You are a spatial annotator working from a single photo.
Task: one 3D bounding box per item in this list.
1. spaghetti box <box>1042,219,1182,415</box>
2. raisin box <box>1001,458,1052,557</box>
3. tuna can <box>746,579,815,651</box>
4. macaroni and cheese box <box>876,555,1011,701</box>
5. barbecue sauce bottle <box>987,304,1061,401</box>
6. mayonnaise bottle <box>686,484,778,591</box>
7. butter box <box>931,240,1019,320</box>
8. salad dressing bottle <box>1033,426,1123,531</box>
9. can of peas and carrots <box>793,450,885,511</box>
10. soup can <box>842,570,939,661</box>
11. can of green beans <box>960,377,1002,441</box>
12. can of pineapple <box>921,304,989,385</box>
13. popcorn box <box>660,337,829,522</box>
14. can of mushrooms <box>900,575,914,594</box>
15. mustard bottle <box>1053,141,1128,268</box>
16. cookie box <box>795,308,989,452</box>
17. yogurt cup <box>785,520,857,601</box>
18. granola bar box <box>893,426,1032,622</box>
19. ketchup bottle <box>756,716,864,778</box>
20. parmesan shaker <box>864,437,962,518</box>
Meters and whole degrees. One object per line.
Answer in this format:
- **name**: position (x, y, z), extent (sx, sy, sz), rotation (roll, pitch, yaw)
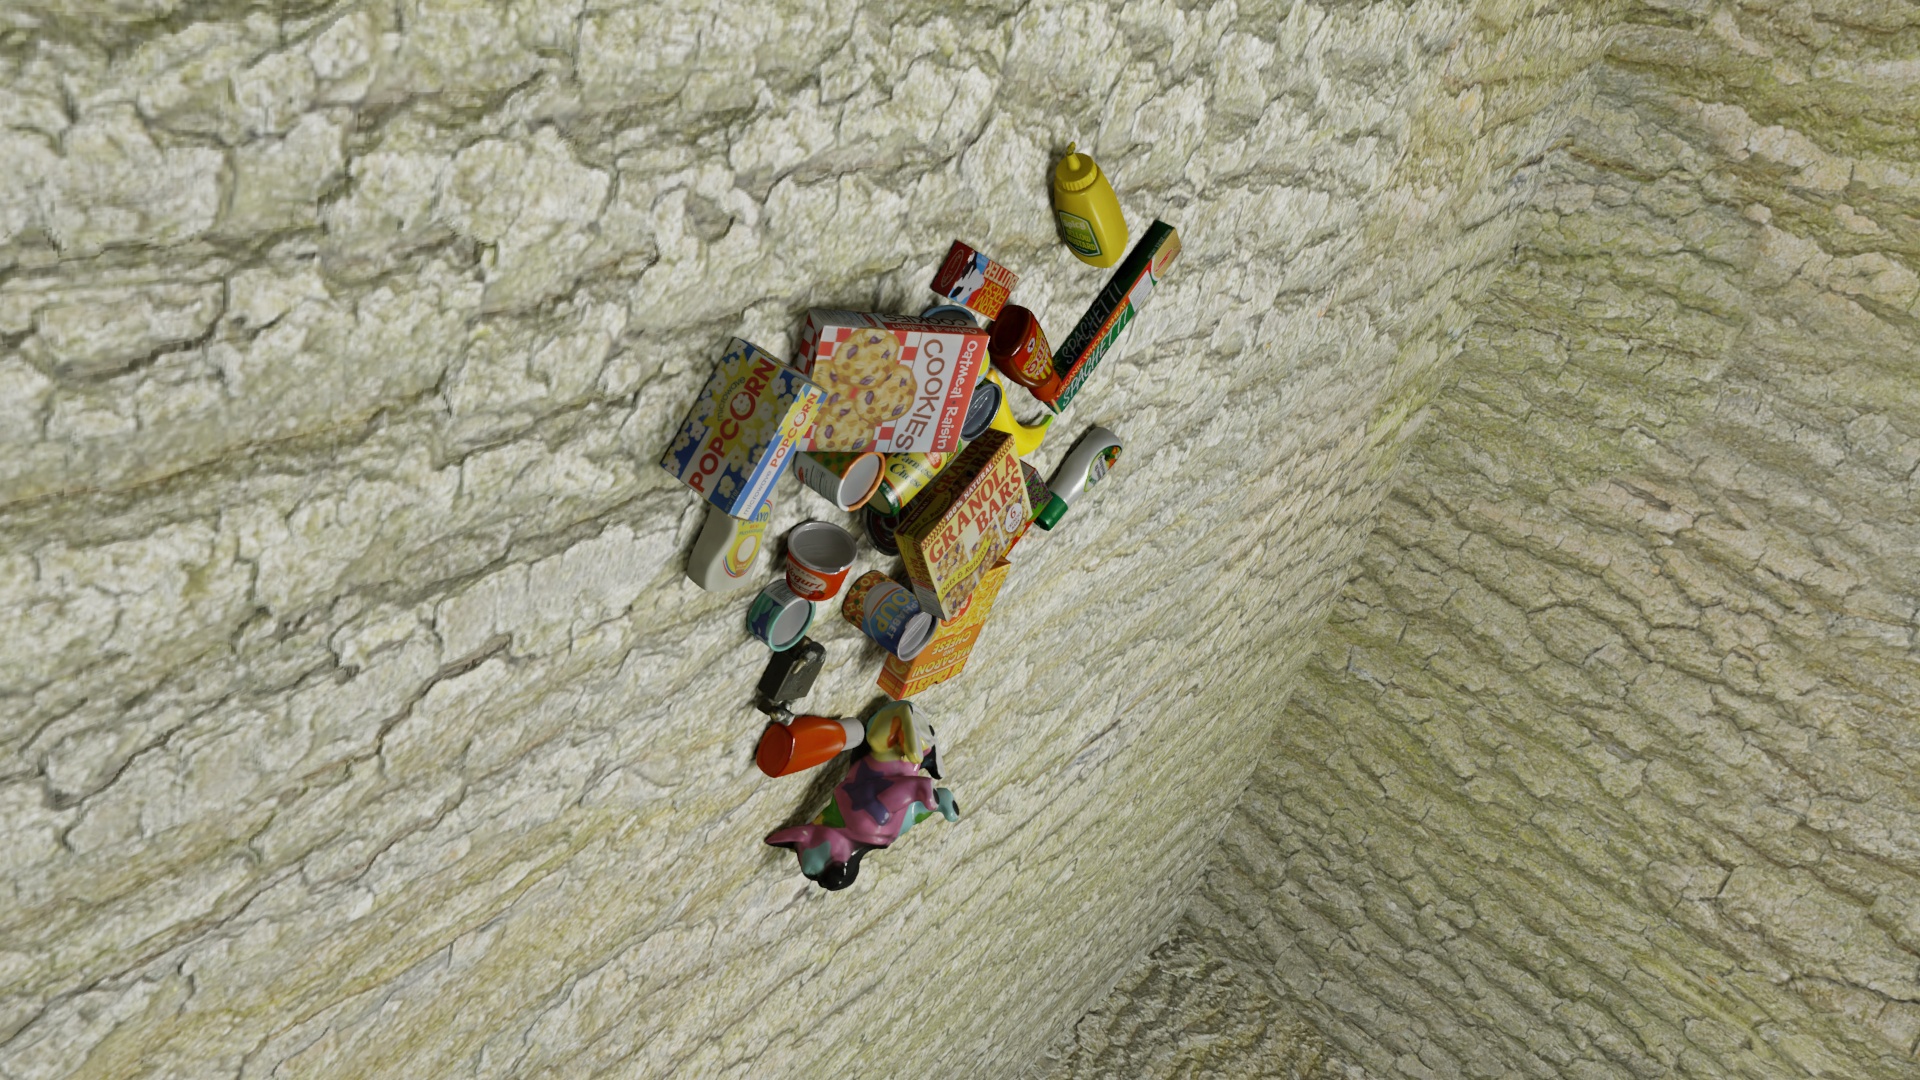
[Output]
- **spaghetti box**: position (0.170, -0.257, 1.600), extent (0.250, 0.029, 0.050), rotation (-54, 154, -6)
- **raisin box**: position (0.050, -0.028, 1.642), extent (0.123, 0.040, 0.086), rotation (-52, 155, -8)
- **tuna can**: position (-0.178, 0.077, 1.377), extent (0.071, 0.033, 0.070), rotation (-40, 149, -30)
- **macaroni and cheese box**: position (-0.019, 0.095, 1.582), extent (0.124, 0.040, 0.165), rotation (-18, 138, -51)
- **barbecue sauce bottle**: position (0.072, -0.193, 1.485), extent (0.065, 0.044, 0.148), rotation (-65, 156, -9)
- **mayonnaise bottle**: position (-0.193, -0.027, 1.223), extent (0.065, 0.041, 0.147), rotation (-10, 129, -54)
- **butter box**: position (0.015, -0.250, 1.346), extent (0.053, 0.024, 0.103), rotation (-61, 153, 10)
- **salad dressing bottle**: position (0.144, -0.076, 1.742), extent (0.148, 0.044, 0.064), rotation (-49, 152, -15)
- **can of peas and carrots**: position (-0.110, -0.071, 1.295), extent (0.071, 0.059, 0.070), rotation (-41, 151, -29)
- **soup can**: position (-0.076, 0.079, 1.496), extent (0.072, 0.084, 0.071), rotation (-41, 150, -30)
- **can of green beans**: position (-0.001, -0.142, 1.403), extent (0.071, 0.058, 0.071), rotation (-40, 150, -29)
- **can of pineapple**: position (-0.009, -0.185, 1.332), extent (0.071, 0.071, 0.057), rotation (-50, 153, -14)
- **popcorn box**: position (-0.176, -0.090, 1.129), extent (0.126, 0.085, 0.038), rotation (-59, 153, 5)
- **can of mushrooms**: position (-0.041, 0.060, 1.592), extent (0.071, 0.033, 0.070), rotation (-40, 149, -30)
- **mustard bottle**: position (0.124, -0.340, 1.392), extent (0.049, 0.065, 0.159), rotation (-55, 149, -15)
- **cookie box**: position (-0.067, -0.141, 1.244), extent (0.168, 0.040, 0.122), rotation (-2, 124, -31)
- **yogurt cup**: position (-0.138, 0.022, 1.349), extent (0.073, 0.072, 0.053), rotation (-31, 152, -41)
- **granola bar box**: position (0.005, -0.018, 1.425), extent (0.166, 0.039, 0.123), rotation (-51, 144, -29)
- **ketchup bottle**: position (-0.164, 0.225, 1.558), extent (0.149, 0.043, 0.064), rotation (-1, 122, -60)
- **parmesan shaker**: position (-0.055, -0.077, 1.372), extent (0.103, 0.071, 0.071), rotation (-46, 152, -21)
